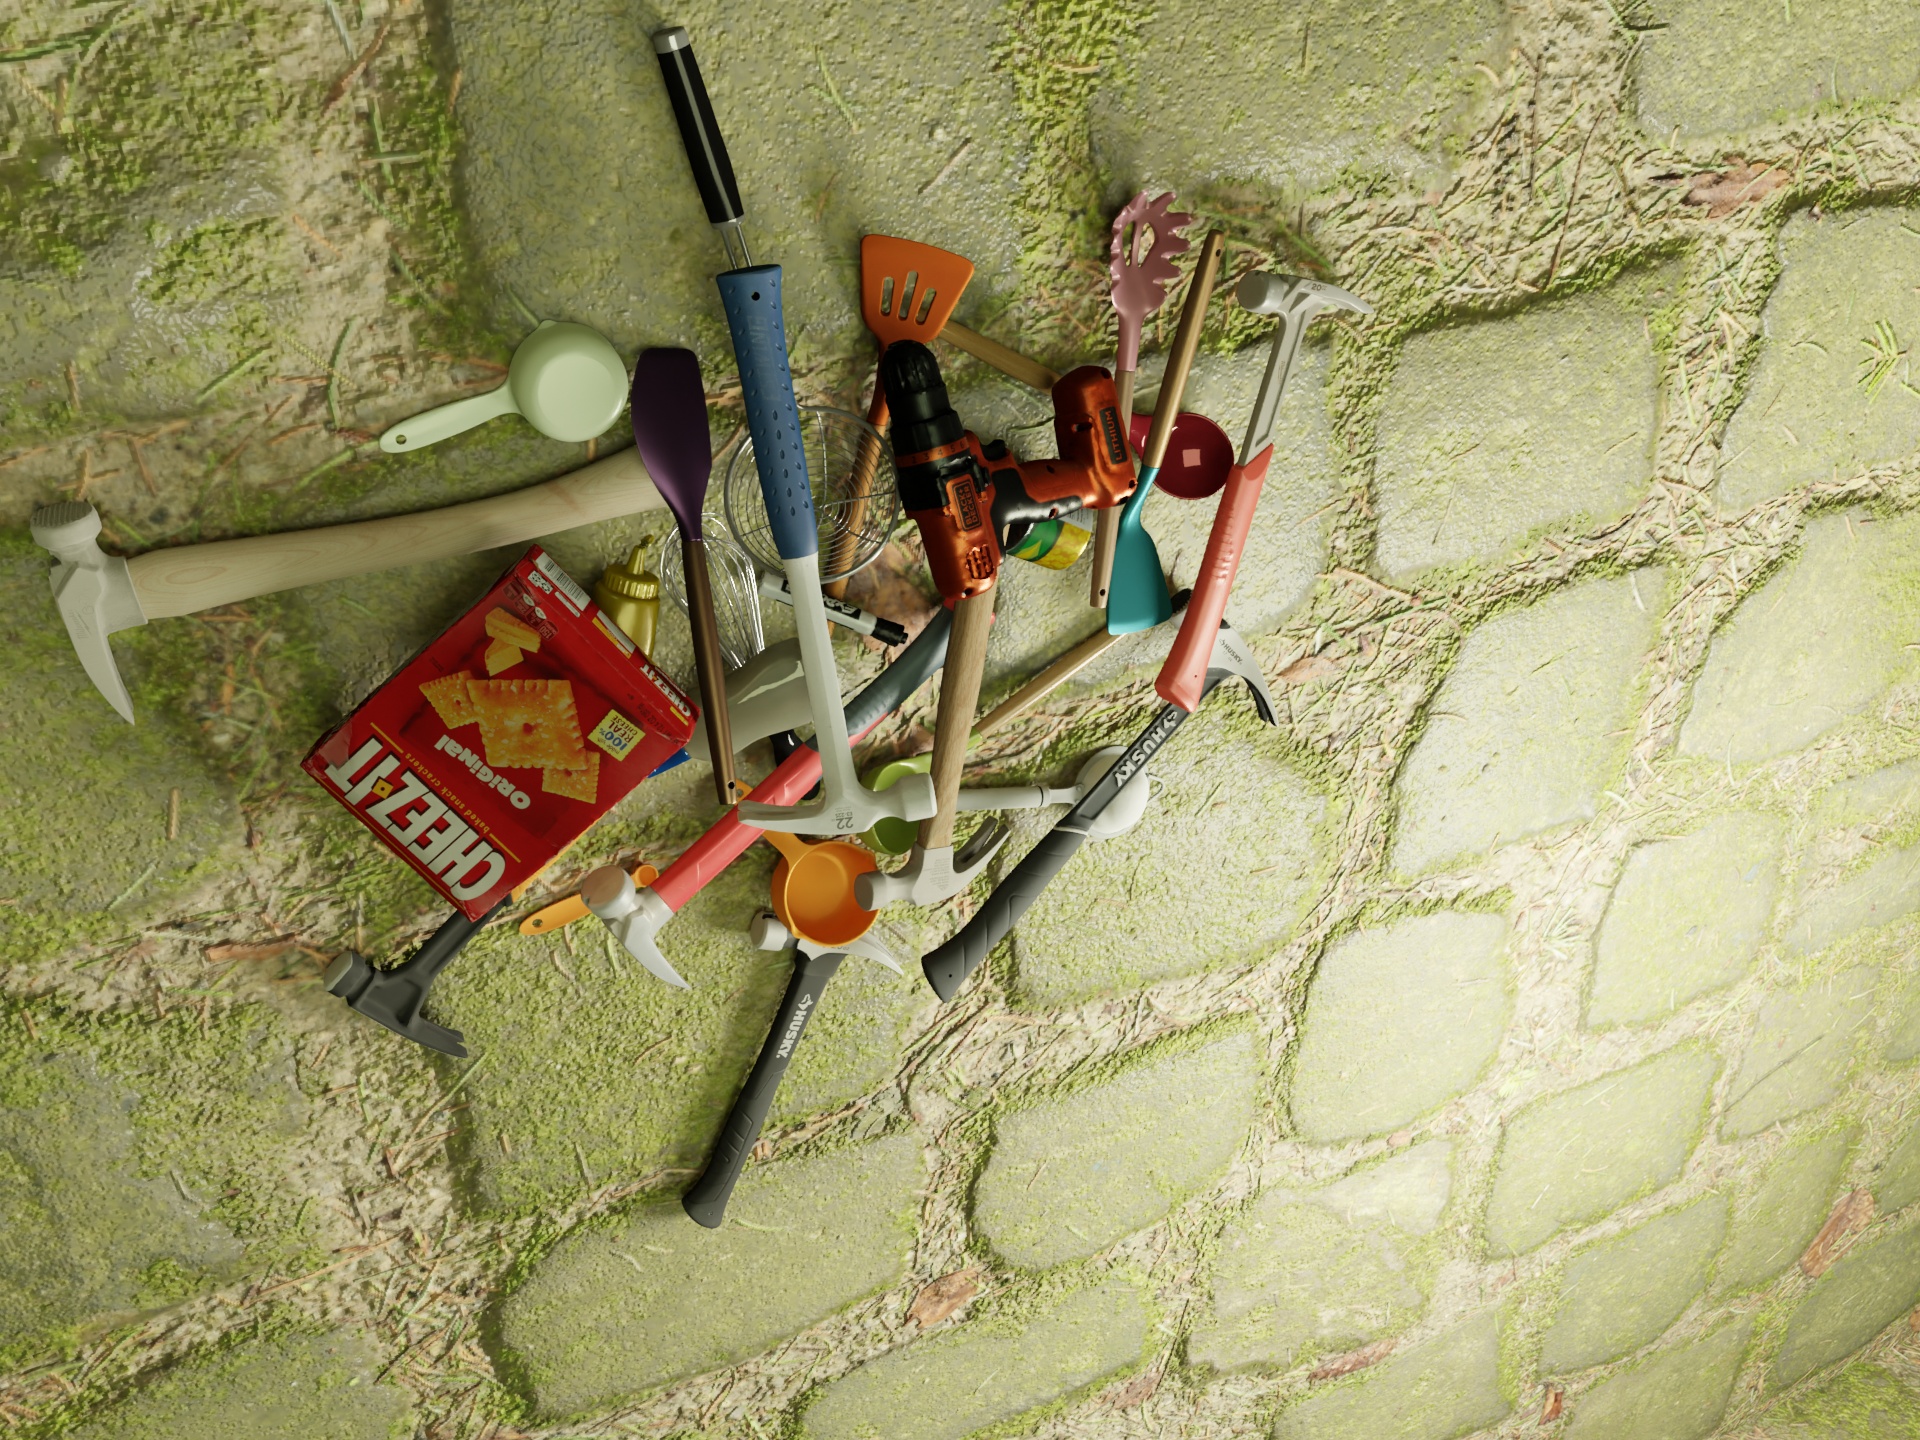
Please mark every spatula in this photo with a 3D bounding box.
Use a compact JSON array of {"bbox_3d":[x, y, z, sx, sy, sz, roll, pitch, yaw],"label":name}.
[{"bbox_3d":[0.164,-0.219,1.236,0.082,0.044,0.317,-16,130,-41],"label":"spatula"},{"bbox_3d":[-0.183,-0.097,1.094,0.059,0.018,0.316,-12,96,-39],"label":"spatula"},{"bbox_3d":[-0.069,-0.194,1.170,0.081,0.041,0.322,13,115,-7],"label":"spatula"}]

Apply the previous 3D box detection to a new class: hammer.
[{"bbox_3d":[-0.170,0.320,1.425,0.146,0.035,0.334,13,111,-32],"label":"hammer"},{"bbox_3d":[-0.115,-0.103,1.094,0.144,0.035,0.405,-10,113,-4],"label":"hammer"},{"bbox_3d":[-0.115,0.045,1.245,0.386,0.038,0.143,-43,142,-14],"label":"hammer"},{"bbox_3d":[0.112,0.083,1.381,0.149,0.036,0.409,43,87,-22],"label":"hammer"},{"bbox_3d":[0.233,-0.179,1.297,0.149,0.037,0.359,-3,114,-44],"label":"hammer"},{"bbox_3d":[-0.325,0.112,1.218,0.337,0.034,0.127,-46,123,3],"label":"hammer"},{"bbox_3d":[-0.002,-0.004,1.257,0.130,0.031,0.331,-6,117,-35],"label":"hammer"},{"bbox_3d":[-0.373,-0.112,1.064,0.410,0.038,0.146,-15,125,-19],"label":"hammer"}]

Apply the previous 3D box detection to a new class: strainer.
[{"bbox_3d":[0.080,0.069,1.405,0.258,0.050,0.087,-1,103,-23],"label":"strainer"}]

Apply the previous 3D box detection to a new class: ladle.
[{"bbox_3d":[0.090,-0.249,1.231,0.315,0.031,0.069,20,105,-33],"label":"ladle"},{"bbox_3d":[0.041,0.000,1.334,0.320,0.062,0.078,-36,127,-8],"label":"ladle"}]

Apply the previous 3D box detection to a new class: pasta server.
[{"bbox_3d":[0.125,-0.239,1.216,0.060,0.040,0.316,1,106,-15],"label":"pasta server"}]

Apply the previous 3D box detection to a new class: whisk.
[{"bbox_3d":[-0.159,-0.038,1.210,0.070,0.070,0.284,-28,131,-10],"label":"whisk"}]

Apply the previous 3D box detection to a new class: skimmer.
[{"bbox_3d":[-0.135,-0.266,1.060,0.127,0.090,0.363,-15,124,2],"label":"skimmer"}]

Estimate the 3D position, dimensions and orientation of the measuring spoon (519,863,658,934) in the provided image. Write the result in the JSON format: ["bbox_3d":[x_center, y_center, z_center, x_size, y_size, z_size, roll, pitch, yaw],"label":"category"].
[{"bbox_3d":[-0.297,0.142,1.271,0.117,0.011,0.021,-24,117,-9],"label":"measuring spoon"}]

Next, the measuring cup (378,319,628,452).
[{"bbox_3d":[-0.298,-0.205,1.045,0.167,0.038,0.083,-24,126,-16],"label":"measuring cup"}]

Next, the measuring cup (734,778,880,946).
[{"bbox_3d":[-0.140,0.111,1.312,0.095,0.052,0.173,-46,107,-18],"label":"measuring cup"}]
